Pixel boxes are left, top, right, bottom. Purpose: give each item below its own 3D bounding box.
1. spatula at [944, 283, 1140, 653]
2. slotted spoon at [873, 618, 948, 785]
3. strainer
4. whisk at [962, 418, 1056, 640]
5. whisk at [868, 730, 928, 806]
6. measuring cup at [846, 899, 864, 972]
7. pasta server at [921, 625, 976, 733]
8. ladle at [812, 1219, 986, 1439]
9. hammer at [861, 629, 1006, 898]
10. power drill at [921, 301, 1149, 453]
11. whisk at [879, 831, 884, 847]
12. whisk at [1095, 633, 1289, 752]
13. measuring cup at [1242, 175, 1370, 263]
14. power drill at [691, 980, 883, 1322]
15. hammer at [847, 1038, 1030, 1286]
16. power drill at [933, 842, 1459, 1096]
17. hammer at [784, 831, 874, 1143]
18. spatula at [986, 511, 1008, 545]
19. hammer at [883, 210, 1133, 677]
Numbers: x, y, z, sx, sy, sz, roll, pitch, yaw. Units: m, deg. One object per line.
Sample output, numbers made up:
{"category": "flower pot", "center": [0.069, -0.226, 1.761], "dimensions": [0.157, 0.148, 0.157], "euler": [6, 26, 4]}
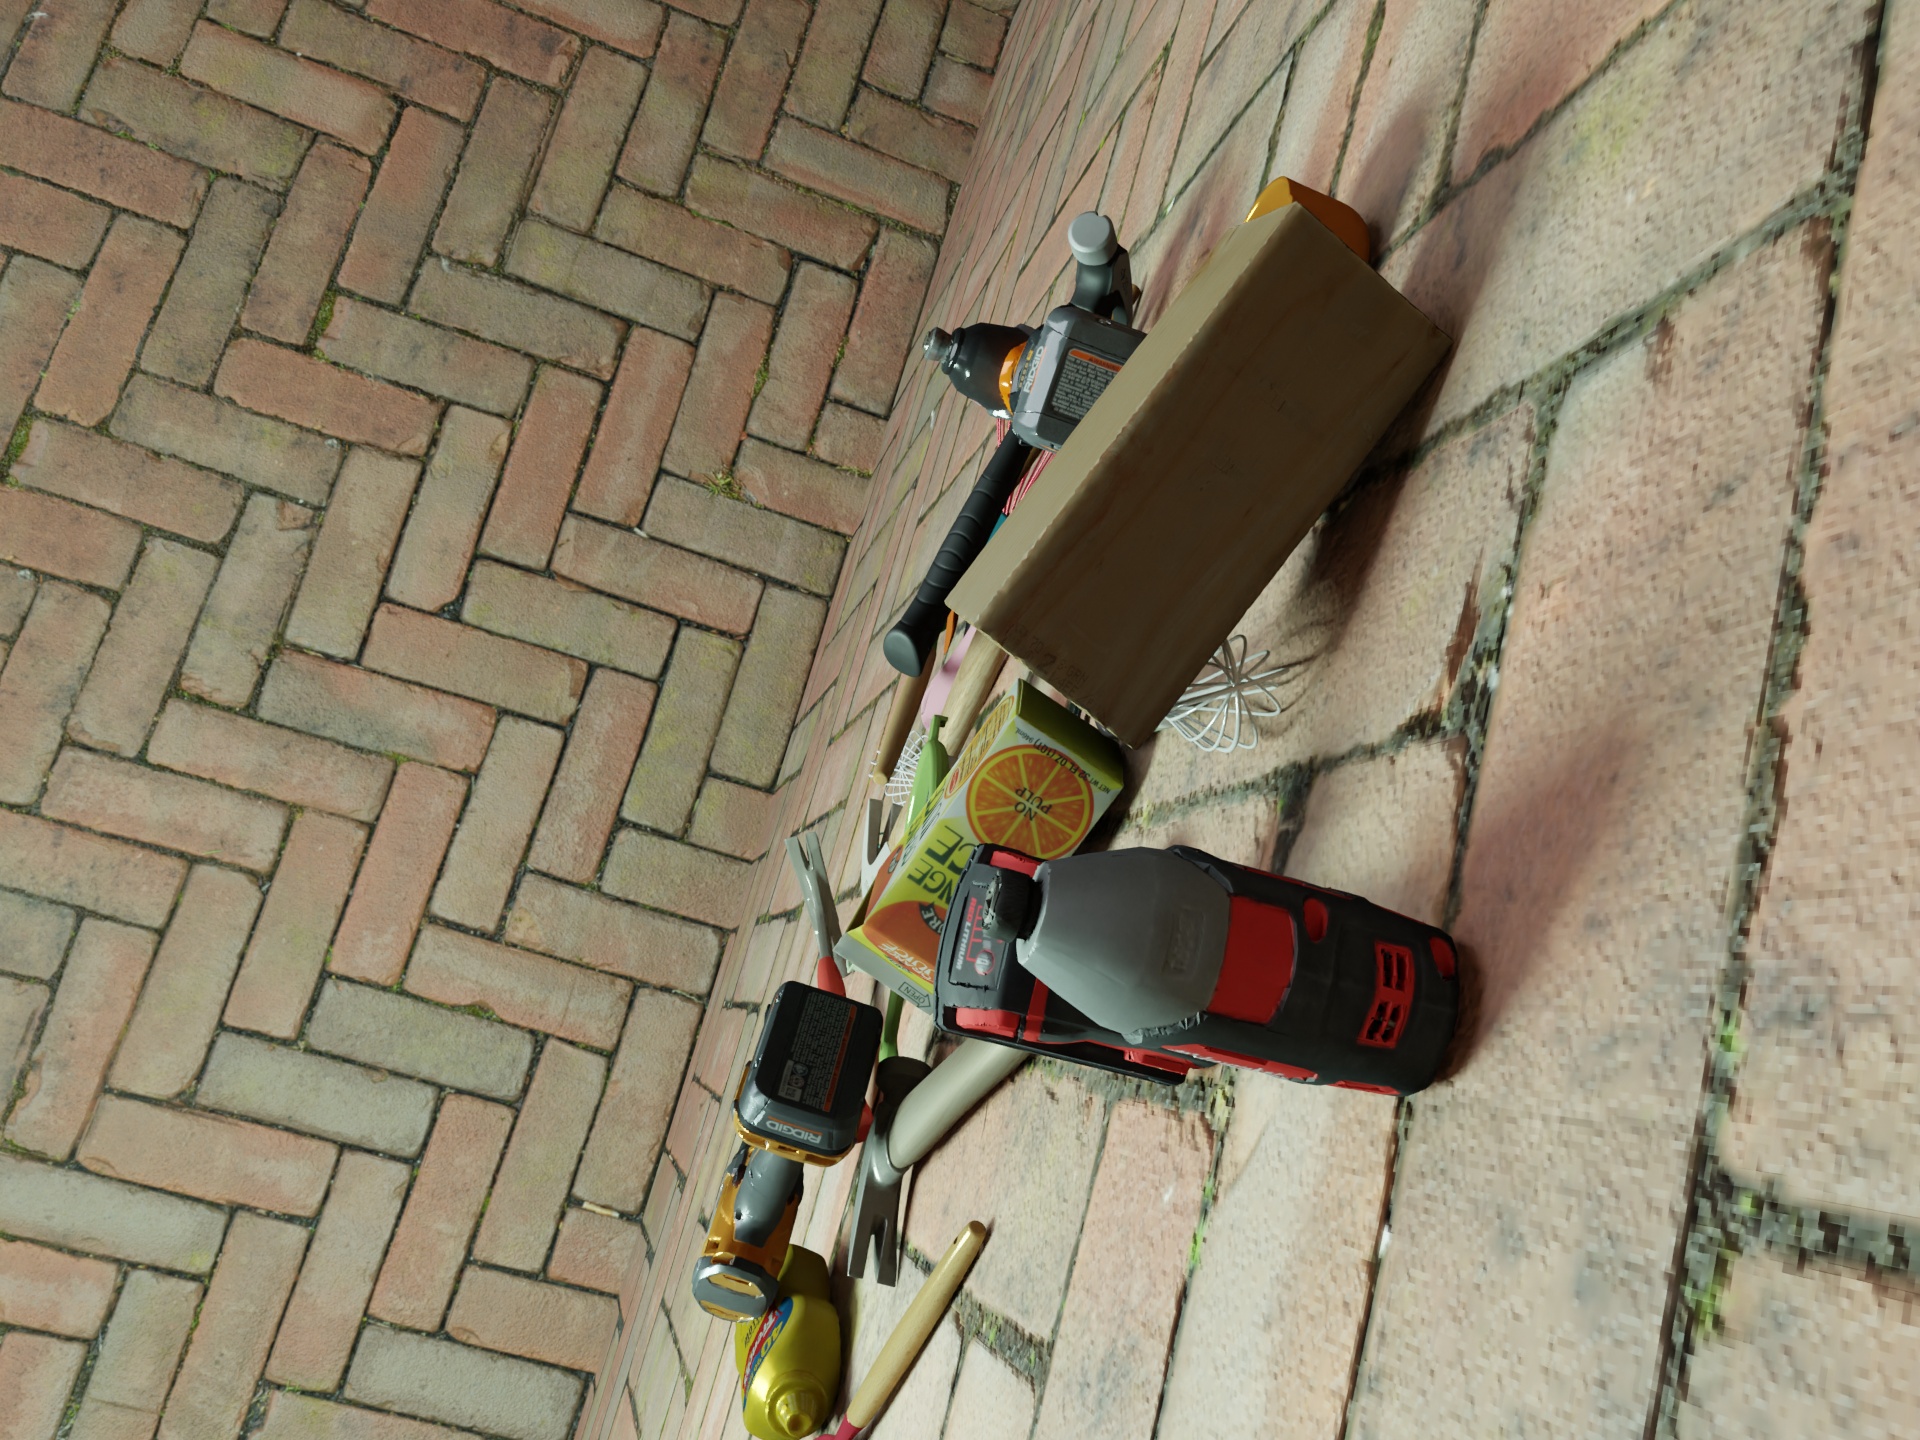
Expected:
{"category": "spatula", "center": [0.058, -0.198, 1.214], "dimensions": [0.322, 0.041, 0.081], "euler": [-58, 0, -9]}
{"category": "slotted spoon", "center": [-0.034, -0.042, 1.358], "dimensions": [0.070, 0.031, 0.314], "euler": [-57, 9, 36]}
{"category": "strainer", "center": [-0.008, 0.136, 1.064], "dimensions": [0.152, 0.069, 0.256], "euler": [-94, 12, -60]}
{"category": "whisk", "center": [0.045, -0.192, 1.353], "dimensions": [0.073, 0.073, 0.295], "euler": [-98, 22, -67]}
{"category": "whisk", "center": [-0.016, 0.048, 1.273], "dimensions": [0.285, 0.070, 0.070], "euler": [-167, 95, -75]}
{"category": "measuring cup", "center": [-0.054, 0.168, 1.300], "dimensions": [0.167, 0.038, 0.083], "euler": [144, 143, -69]}
{"category": "pasta server", "center": [0.036, -0.095, 1.318], "dimensions": [0.060, 0.040, 0.316], "euler": [-84, 20, -49]}
{"category": "ladle", "center": [-0.052, 0.391, 0.929], "dimensions": [0.069, 0.031, 0.315], "euler": [-74, 10, -59]}
{"category": "hammer", "center": [-0.002, -0.004, 1.153], "dimensions": [0.331, 0.031, 0.130], "euler": [-67, 22, 16]}
{"category": "power drill", "center": [0.065, -0.201, 0.964], "dimensions": [0.227, 0.164, 0.084], "euler": [-121, 49, -74]}
{"category": "whisk", "center": [-0.032, 0.123, 1.244], "dimensions": [0.047, 0.051, 0.245], "euler": [-64, 14, 9]}
{"category": "whisk", "center": [0.100, -0.008, 0.773], "dimensions": [0.246, 0.059, 0.058], "euler": [155, 97, -82]}
{"category": "measuring cup", "center": [0.155, -0.178, 0.762], "dimensions": [0.095, 0.052, 0.174], "euler": [128, 156, -62]}
{"category": "power drill", "center": [-0.121, 0.284, 1.115], "dimensions": [0.185, 0.084, 0.226], "euler": [-76, 6, -55]}
{"category": "hammer", "center": [0.015, 0.196, 0.891], "dimensions": [0.410, 0.038, 0.146], "euler": [122, 161, -52]}
{"category": "power drill", "center": [0.061, 0.084, 0.556], "dimensions": [0.219, 0.143, 0.078], "euler": [142, 142, -76]}
{"category": "hammer", "center": [-0.110, 0.231, 1.350], "dimensions": [0.359, 0.036, 0.149], "euler": [-112, 8, -68]}
{"category": "spatula", "center": [0.050, -0.083, 1.163], "dimensions": [0.318, 0.044, 0.082], "euler": [-108, 37, -71]}
{"category": "hammer", "center": [0.035, -0.182, 1.127], "dimensions": [0.335, 0.035, 0.146], "euler": [-63, -18, -7]}
